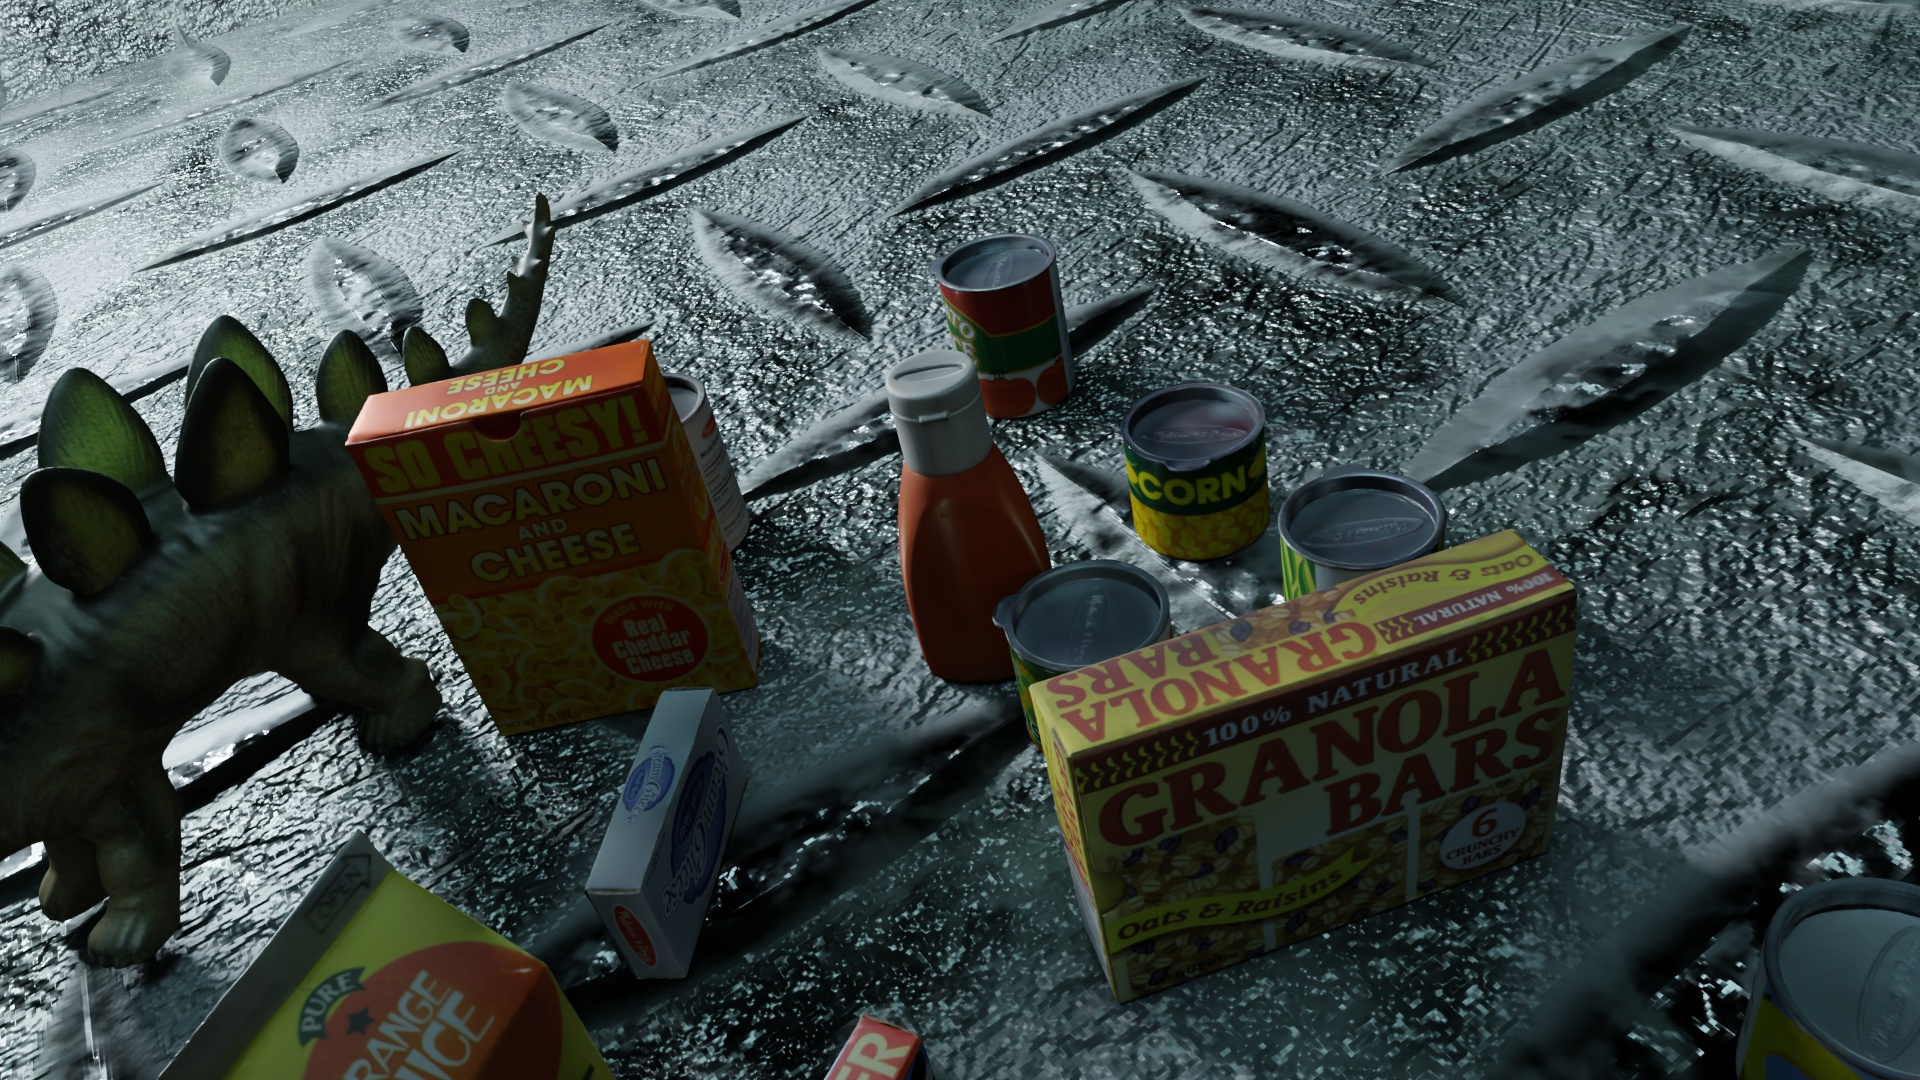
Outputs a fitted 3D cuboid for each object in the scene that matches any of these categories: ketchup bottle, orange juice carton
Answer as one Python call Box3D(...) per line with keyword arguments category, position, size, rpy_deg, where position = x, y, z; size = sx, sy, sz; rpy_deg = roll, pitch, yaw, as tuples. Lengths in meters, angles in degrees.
Box3D(category="ketchup bottle", position=(0.002, -0.007, 0.582), size=(0.065, 0.148, 0.044), rpy_deg=(-9, 37, 6))
Box3D(category="orange juice carton", position=(-0.136, 0.165, 0.362), size=(0.073, 0.191, 0.072), rpy_deg=(5, 40, 23))

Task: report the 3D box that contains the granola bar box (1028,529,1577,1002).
Box3D(category="granola bar box", position=(0.115, 0.077, 0.457), size=(0.166, 0.123, 0.039), rpy_deg=(-18, 37, -6))

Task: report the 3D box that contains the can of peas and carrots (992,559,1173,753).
Box3D(category="can of peas and carrots", position=(0.052, 0.051, 0.565), size=(0.071, 0.058, 0.071), rpy_deg=(-8, 37, 6))

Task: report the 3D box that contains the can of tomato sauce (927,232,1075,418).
Box3D(category="can of tomato sauce", position=(0.024, -0.119, 0.777), size=(0.071, 0.082, 0.071), rpy_deg=(-8, 37, 7))

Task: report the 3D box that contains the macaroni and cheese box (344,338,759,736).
Box3D(category="macaroni and cheese box", position=(-0.169, 0.004, 0.604), size=(0.124, 0.165, 0.040), rpy_deg=(-12, 37, 2))

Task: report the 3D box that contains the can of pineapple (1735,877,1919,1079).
Box3D(category="can of pineapple", position=(0.258, 0.139, 0.387), size=(0.071, 0.057, 0.071), rpy_deg=(-8, 37, 6))

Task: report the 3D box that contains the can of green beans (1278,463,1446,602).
Box3D(category="can of green beans", position=(0.168, 0.013, 0.581), size=(0.071, 0.057, 0.071), rpy_deg=(-8, 37, 6))

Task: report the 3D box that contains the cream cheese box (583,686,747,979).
Box3D(category="cream cheese box", position=(-0.112, 0.112, 0.540), size=(0.024, 0.053, 0.104), rpy_deg=(-5, 37, 12))

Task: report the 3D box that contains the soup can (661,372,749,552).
Box3D(category="soup can", position=(-0.154, -0.034, 0.719), size=(0.071, 0.083, 0.072), rpy_deg=(-8, 37, 7))

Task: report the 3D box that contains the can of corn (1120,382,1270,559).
Box3D(category="can of corn", position=(0.111, -0.031, 0.655), size=(0.071, 0.058, 0.071), rpy_deg=(-8, 37, 6))

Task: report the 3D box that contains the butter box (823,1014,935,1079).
Box3D(category="butter box", position=(-0.039, 0.198, 0.405), size=(0.024, 0.053, 0.104), rpy_deg=(9, 42, 27))
